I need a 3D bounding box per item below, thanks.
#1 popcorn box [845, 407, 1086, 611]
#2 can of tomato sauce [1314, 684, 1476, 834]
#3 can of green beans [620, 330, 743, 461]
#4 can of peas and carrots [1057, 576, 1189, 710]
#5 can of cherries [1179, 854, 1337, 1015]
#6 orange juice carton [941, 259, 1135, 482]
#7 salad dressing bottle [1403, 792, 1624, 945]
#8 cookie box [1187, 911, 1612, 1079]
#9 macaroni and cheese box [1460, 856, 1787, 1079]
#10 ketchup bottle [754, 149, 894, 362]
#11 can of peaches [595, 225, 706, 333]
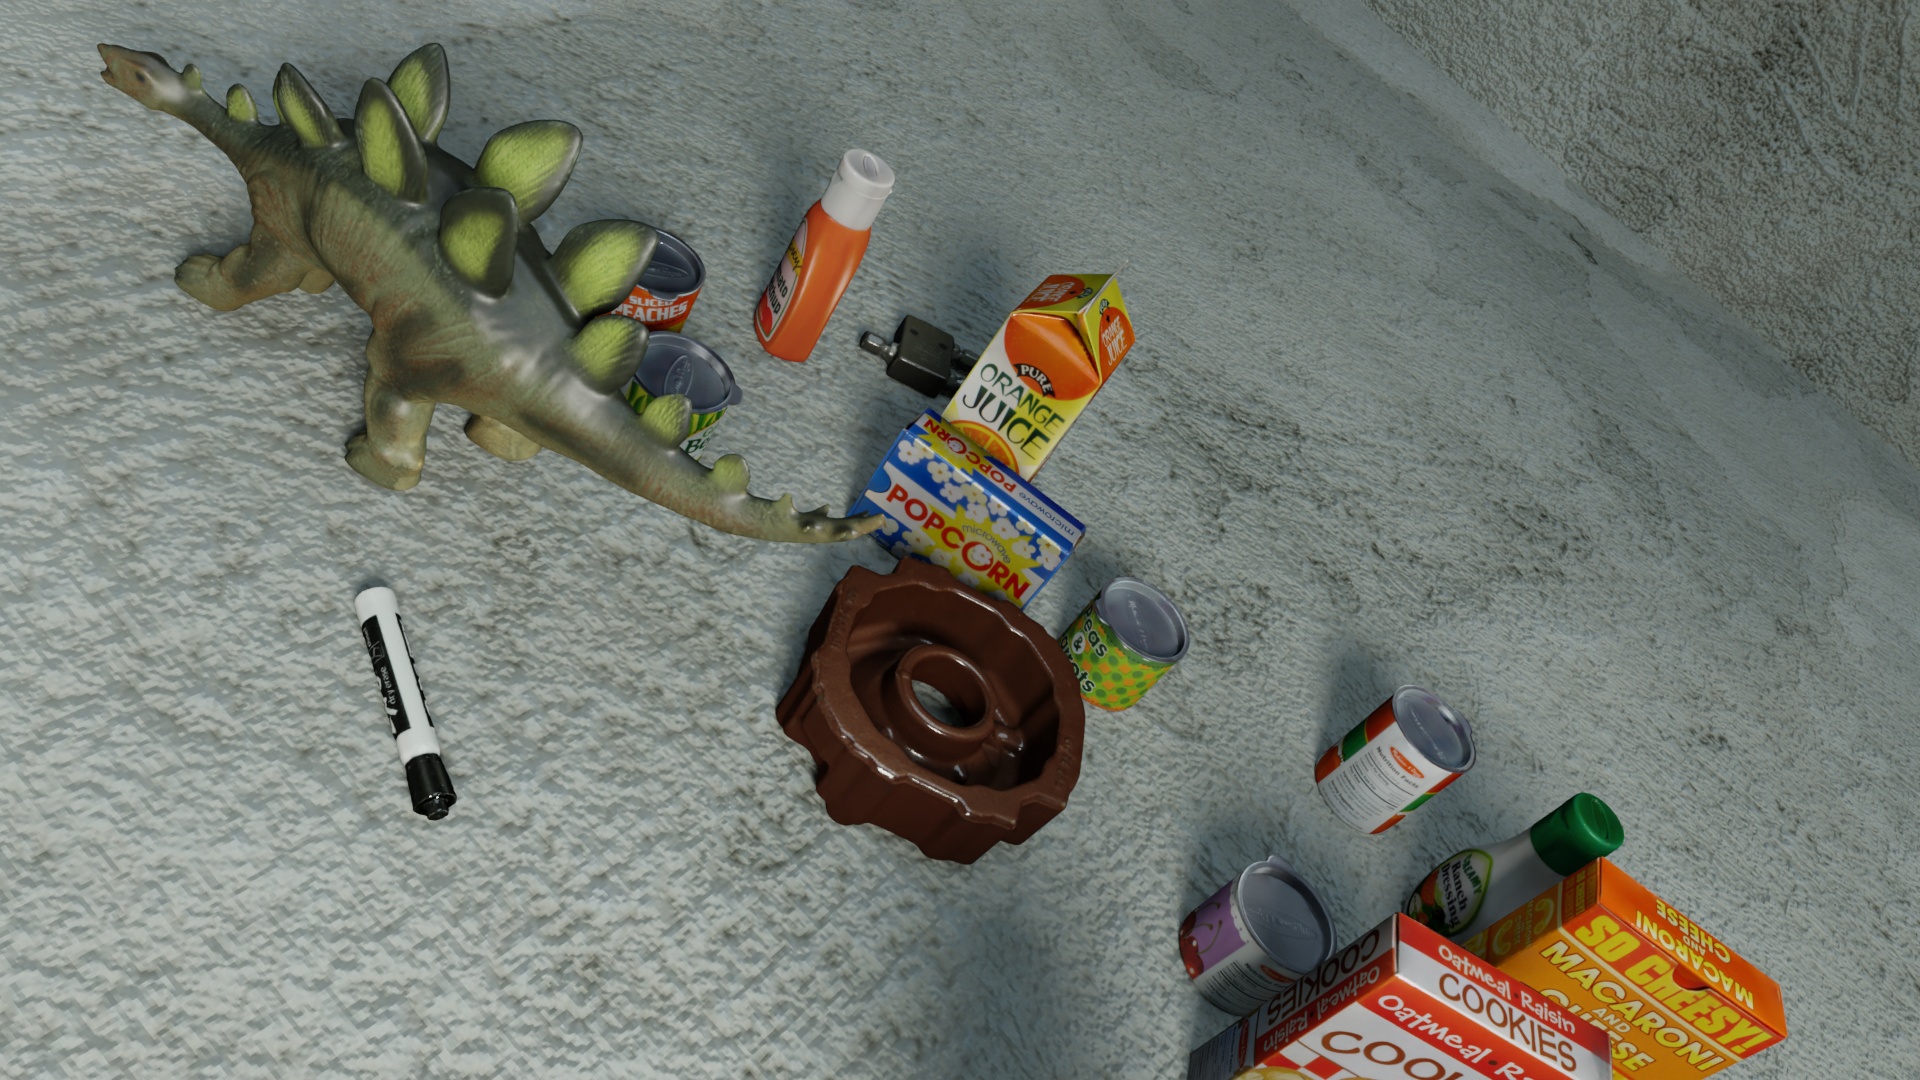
[{"bbox_3d":[0.003,-0.011,0.865,0.127,0.084,0.038,37,39,1],"label":"popcorn box"},{"bbox_3d":[0.287,0.145,0.920,0.071,0.082,0.071,20,41,-19],"label":"can of tomato sauce"},{"bbox_3d":[-0.175,-0.081,0.825,0.071,0.057,0.071,20,41,-19],"label":"can of green beans"},{"bbox_3d":[0.100,0.066,0.881,0.071,0.058,0.071,20,41,-19],"label":"can of peas and carrots"},{"bbox_3d":[0.165,0.220,0.775,0.071,0.058,0.072,20,41,-19],"label":"can of cherries"},{"bbox_3d":[0.047,-0.100,0.901,0.073,0.191,0.072,38,39,2],"label":"orange juice carton"},{"bbox_3d":[0.334,0.205,0.844,0.044,0.147,0.064,26,40,-13],"label":"salad dressing bottle"},{"bbox_3d":[0.209,0.260,0.681,0.123,0.166,0.040,31,39,-7],"label":"cookie box"},{"bbox_3d":[0.345,0.264,0.778,0.124,0.165,0.040,36,39,-1],"label":"macaroni and cheese box"},{"bbox_3d":[-0.091,-0.190,0.925,0.043,0.148,0.065,12,45,-27],"label":"ketchup bottle"},{"bbox_3d":[-0.202,-0.155,0.879,0.071,0.057,0.071,20,41,-19],"label":"can of peaches"}]
